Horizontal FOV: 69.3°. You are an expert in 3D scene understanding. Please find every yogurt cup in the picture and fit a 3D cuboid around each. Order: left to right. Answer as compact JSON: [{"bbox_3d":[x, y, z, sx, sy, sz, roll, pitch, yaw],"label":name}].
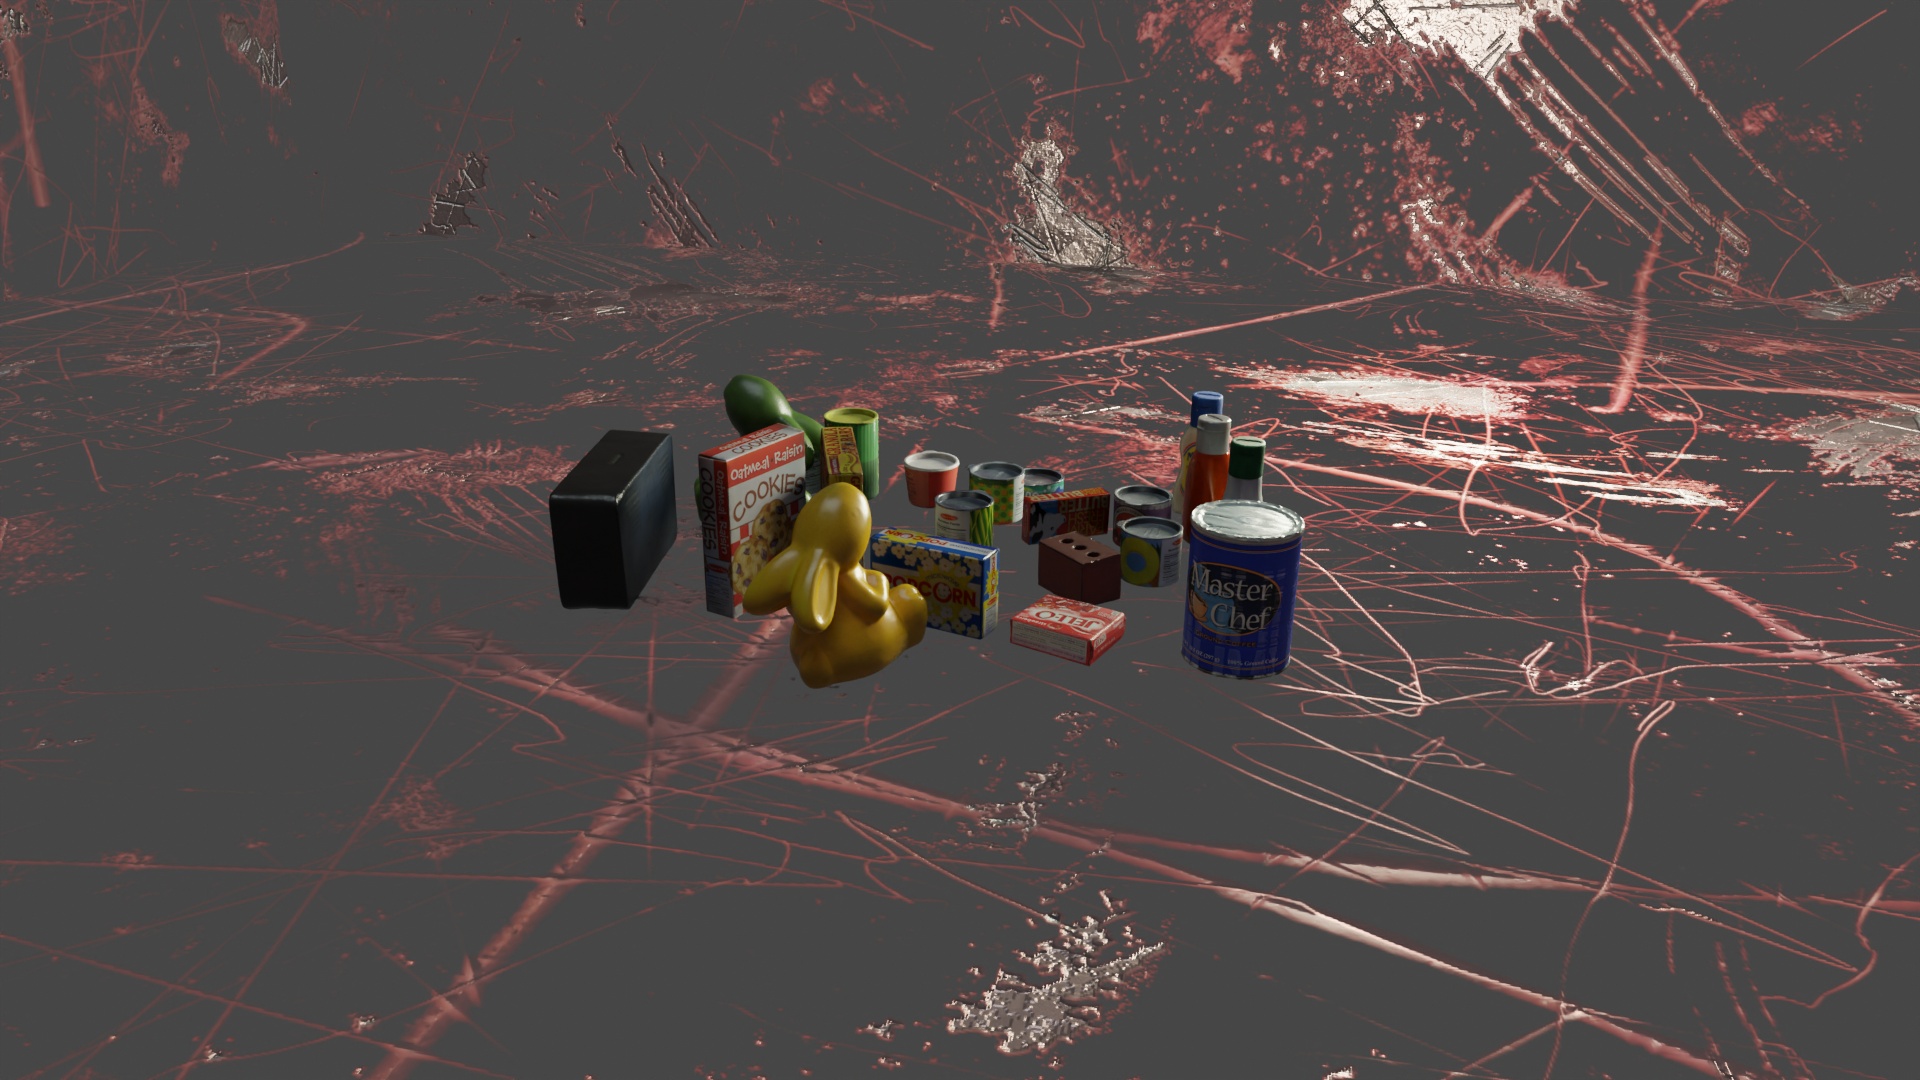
[{"bbox_3d":[-0.036,-0.073,1.697,0.072,0.053,0.072,1,21,0],"label":"yogurt cup"}]

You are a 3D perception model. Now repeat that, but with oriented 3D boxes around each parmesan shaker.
[{"bbox_3d":[-0.132,-0.104,1.706,0.071,0.102,0.071,1,21,0],"label":"parmesan shaker"}]

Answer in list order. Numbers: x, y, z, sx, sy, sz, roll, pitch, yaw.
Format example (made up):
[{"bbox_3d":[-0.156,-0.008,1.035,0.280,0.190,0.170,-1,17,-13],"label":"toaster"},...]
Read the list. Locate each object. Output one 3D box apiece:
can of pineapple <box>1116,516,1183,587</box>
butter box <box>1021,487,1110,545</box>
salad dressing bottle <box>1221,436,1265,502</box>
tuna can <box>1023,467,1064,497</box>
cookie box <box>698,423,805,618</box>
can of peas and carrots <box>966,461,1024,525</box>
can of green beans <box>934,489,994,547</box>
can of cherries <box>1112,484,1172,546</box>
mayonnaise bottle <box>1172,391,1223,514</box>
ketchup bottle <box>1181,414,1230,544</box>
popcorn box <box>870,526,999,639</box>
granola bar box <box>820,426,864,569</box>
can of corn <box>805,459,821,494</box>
[{"bbox_3d":[0.202,0.011,1.485,0.071,0.057,0.071,1,21,0],"label":"can of pineapple"},{"bbox_3d":[0.120,-0.028,1.590,0.104,0.053,0.024,-8,23,-22],"label":"butter box"},{"bbox_3d":[0.302,-0.037,1.490,0.064,0.147,0.044,6,22,14],"label":"salad dressing bottle"},{"bbox_3d":[0.093,-0.064,1.707,0.071,0.032,0.071,1,21,0],"label":"tuna can"},{"bbox_3d":[-0.208,-0.022,1.405,0.040,0.166,0.123,13,24,29],"label":"cookie box"},{"bbox_3d":[0.040,-0.057,1.652,0.071,0.058,0.071,1,21,0],"label":"can of peas and carrots"},{"bbox_3d":[0.004,-0.019,1.555,0.071,0.057,0.071,1,21,0],"label":"can of green beans"},{"bbox_3d":[0.205,-0.025,1.578,0.071,0.058,0.072,1,21,0],"label":"can of cherries"},{"bbox_3d":[0.289,-0.102,1.656,0.065,0.147,0.041,8,22,19],"label":"mayonnaise bottle"},{"bbox_3d":[0.280,-0.067,1.563,0.044,0.148,0.065,-9,23,-24],"label":"ketchup bottle"},{"bbox_3d":[-0.025,0.041,1.364,0.127,0.085,0.038,11,23,25],"label":"popcorn box"},{"bbox_3d":[-0.130,-0.042,1.517,0.039,0.123,0.166,-2,21,-8],"label":"granola bar box"},{"bbox_3d":[-0.204,-0.094,1.739,0.071,0.058,0.071,1,21,0],"label":"can of corn"}]
